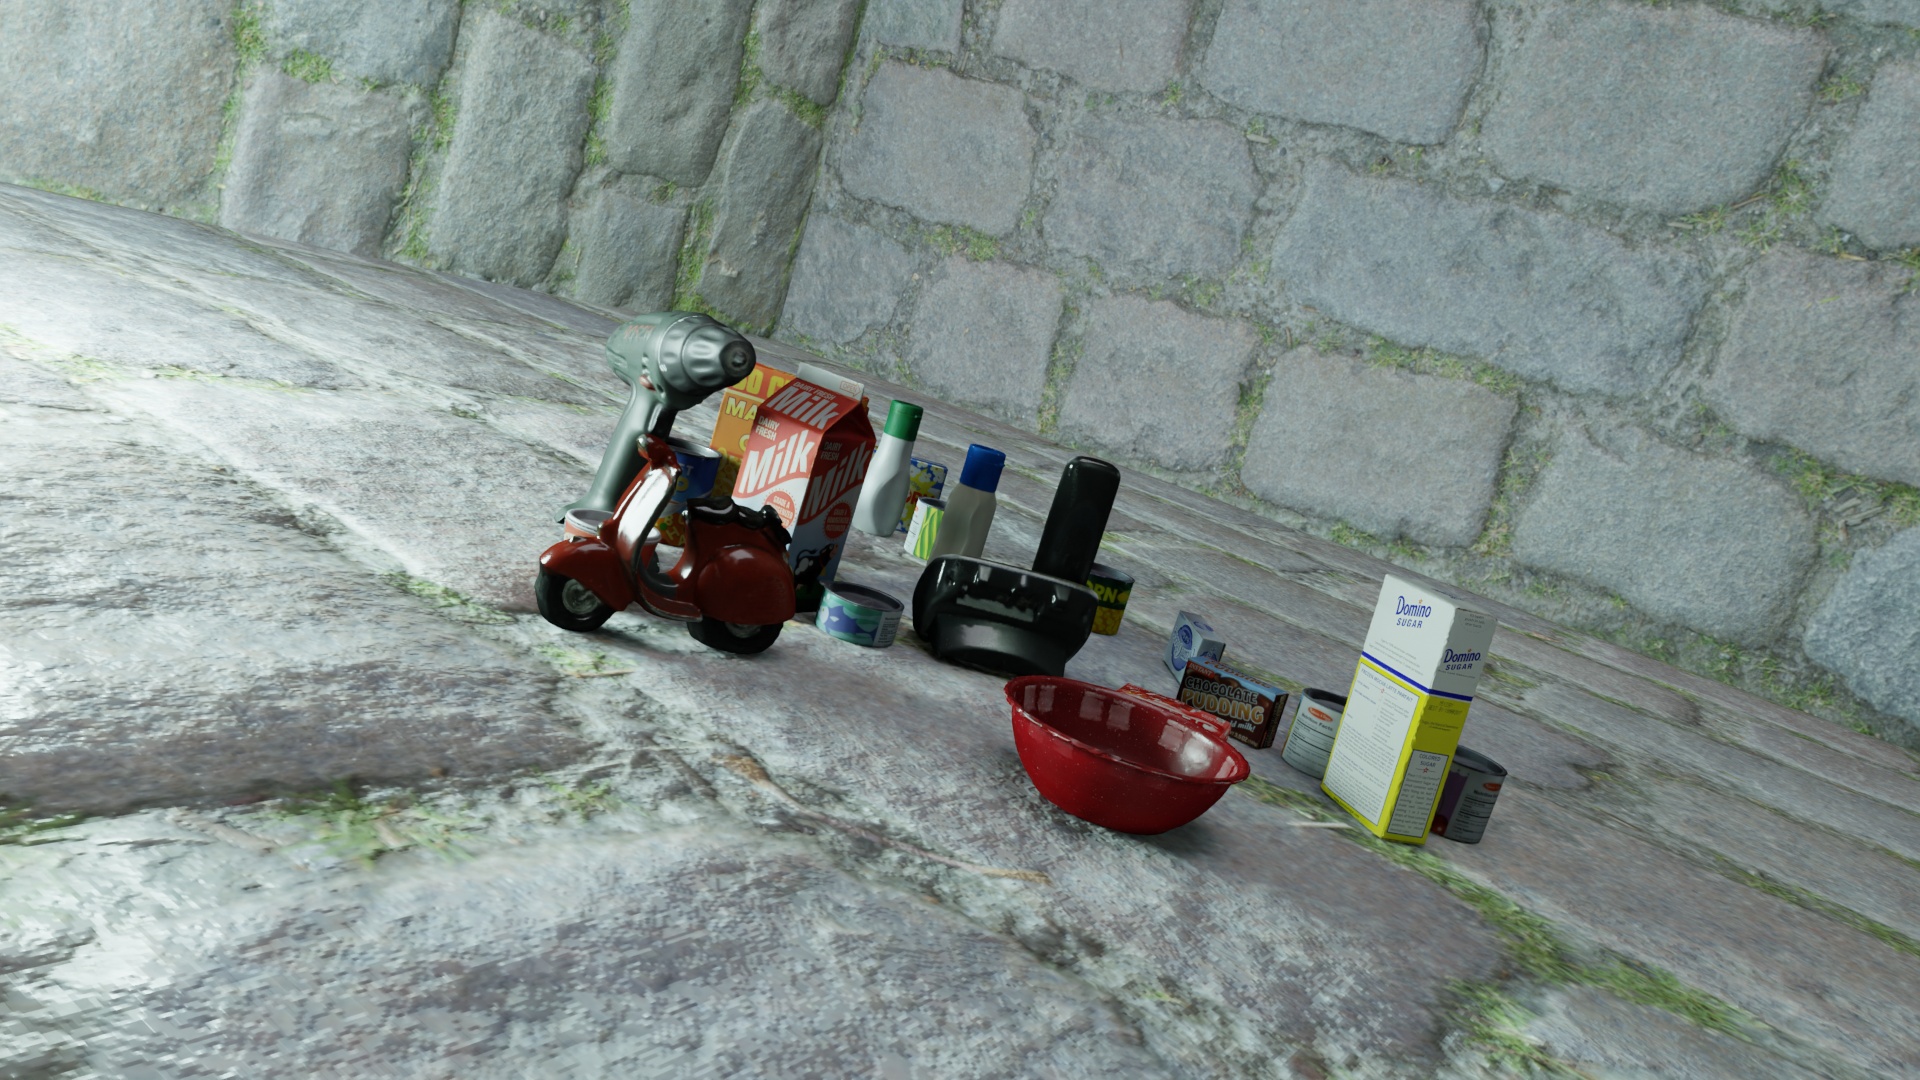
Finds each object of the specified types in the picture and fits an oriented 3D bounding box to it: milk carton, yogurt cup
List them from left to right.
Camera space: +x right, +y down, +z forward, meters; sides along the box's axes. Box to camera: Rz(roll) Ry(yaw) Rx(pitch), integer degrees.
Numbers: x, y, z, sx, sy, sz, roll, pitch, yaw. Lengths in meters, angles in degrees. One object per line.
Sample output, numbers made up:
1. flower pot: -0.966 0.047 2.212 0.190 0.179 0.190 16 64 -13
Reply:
1. yogurt cup: -0.254 0.012 0.993 0.072 0.054 0.072 17 10 -3
2. milk carton: -0.129 -0.043 1.108 0.072 0.190 0.073 23 11 30

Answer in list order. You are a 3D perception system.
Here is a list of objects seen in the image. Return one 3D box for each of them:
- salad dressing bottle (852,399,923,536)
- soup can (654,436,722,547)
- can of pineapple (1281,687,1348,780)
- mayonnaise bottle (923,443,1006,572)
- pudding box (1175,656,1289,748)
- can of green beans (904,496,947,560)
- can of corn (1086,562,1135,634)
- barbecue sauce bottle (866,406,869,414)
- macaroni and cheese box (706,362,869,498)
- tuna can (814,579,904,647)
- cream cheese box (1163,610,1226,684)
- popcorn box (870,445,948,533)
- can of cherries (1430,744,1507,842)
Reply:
1. salad dressing bottle: -0.077 -0.080 1.525 0.044 0.147 0.064 23 11 32
2. soup can: -0.253 -0.044 1.214 0.071 0.083 0.071 17 9 -3
3. can of pineapple: 0.299 0.158 1.117 0.071 0.057 0.071 17 10 -3
4. mayonnaise bottle: 0.005 -0.016 1.314 0.041 0.147 0.065 21 10 23
5. pudding box: 0.223 0.133 1.149 0.084 0.049 0.030 24 11 33
6. can of green beans: -0.022 -0.009 1.495 0.071 0.057 0.071 17 10 -3
7. can of corn: 0.134 0.057 1.391 0.071 0.058 0.071 17 10 -3
8. barbecue sauce bottle: -0.127 -0.064 1.353 0.044 0.148 0.065 19 9 9
9. macaroni and cheese box: -0.165 -0.068 1.256 0.124 0.166 0.040 18 9 6
10. tuna can: -0.082 0.057 1.097 0.071 0.032 0.071 17 10 -3
11. cream cheese box: 0.216 0.104 1.286 0.024 0.053 0.104 16 10 -6
12. popcorn box: -0.086 -0.061 1.588 0.127 0.085 0.038 15 10 -13
13. can of cherries: 0.374 0.190 1.065 0.071 0.058 0.071 17 10 -3
